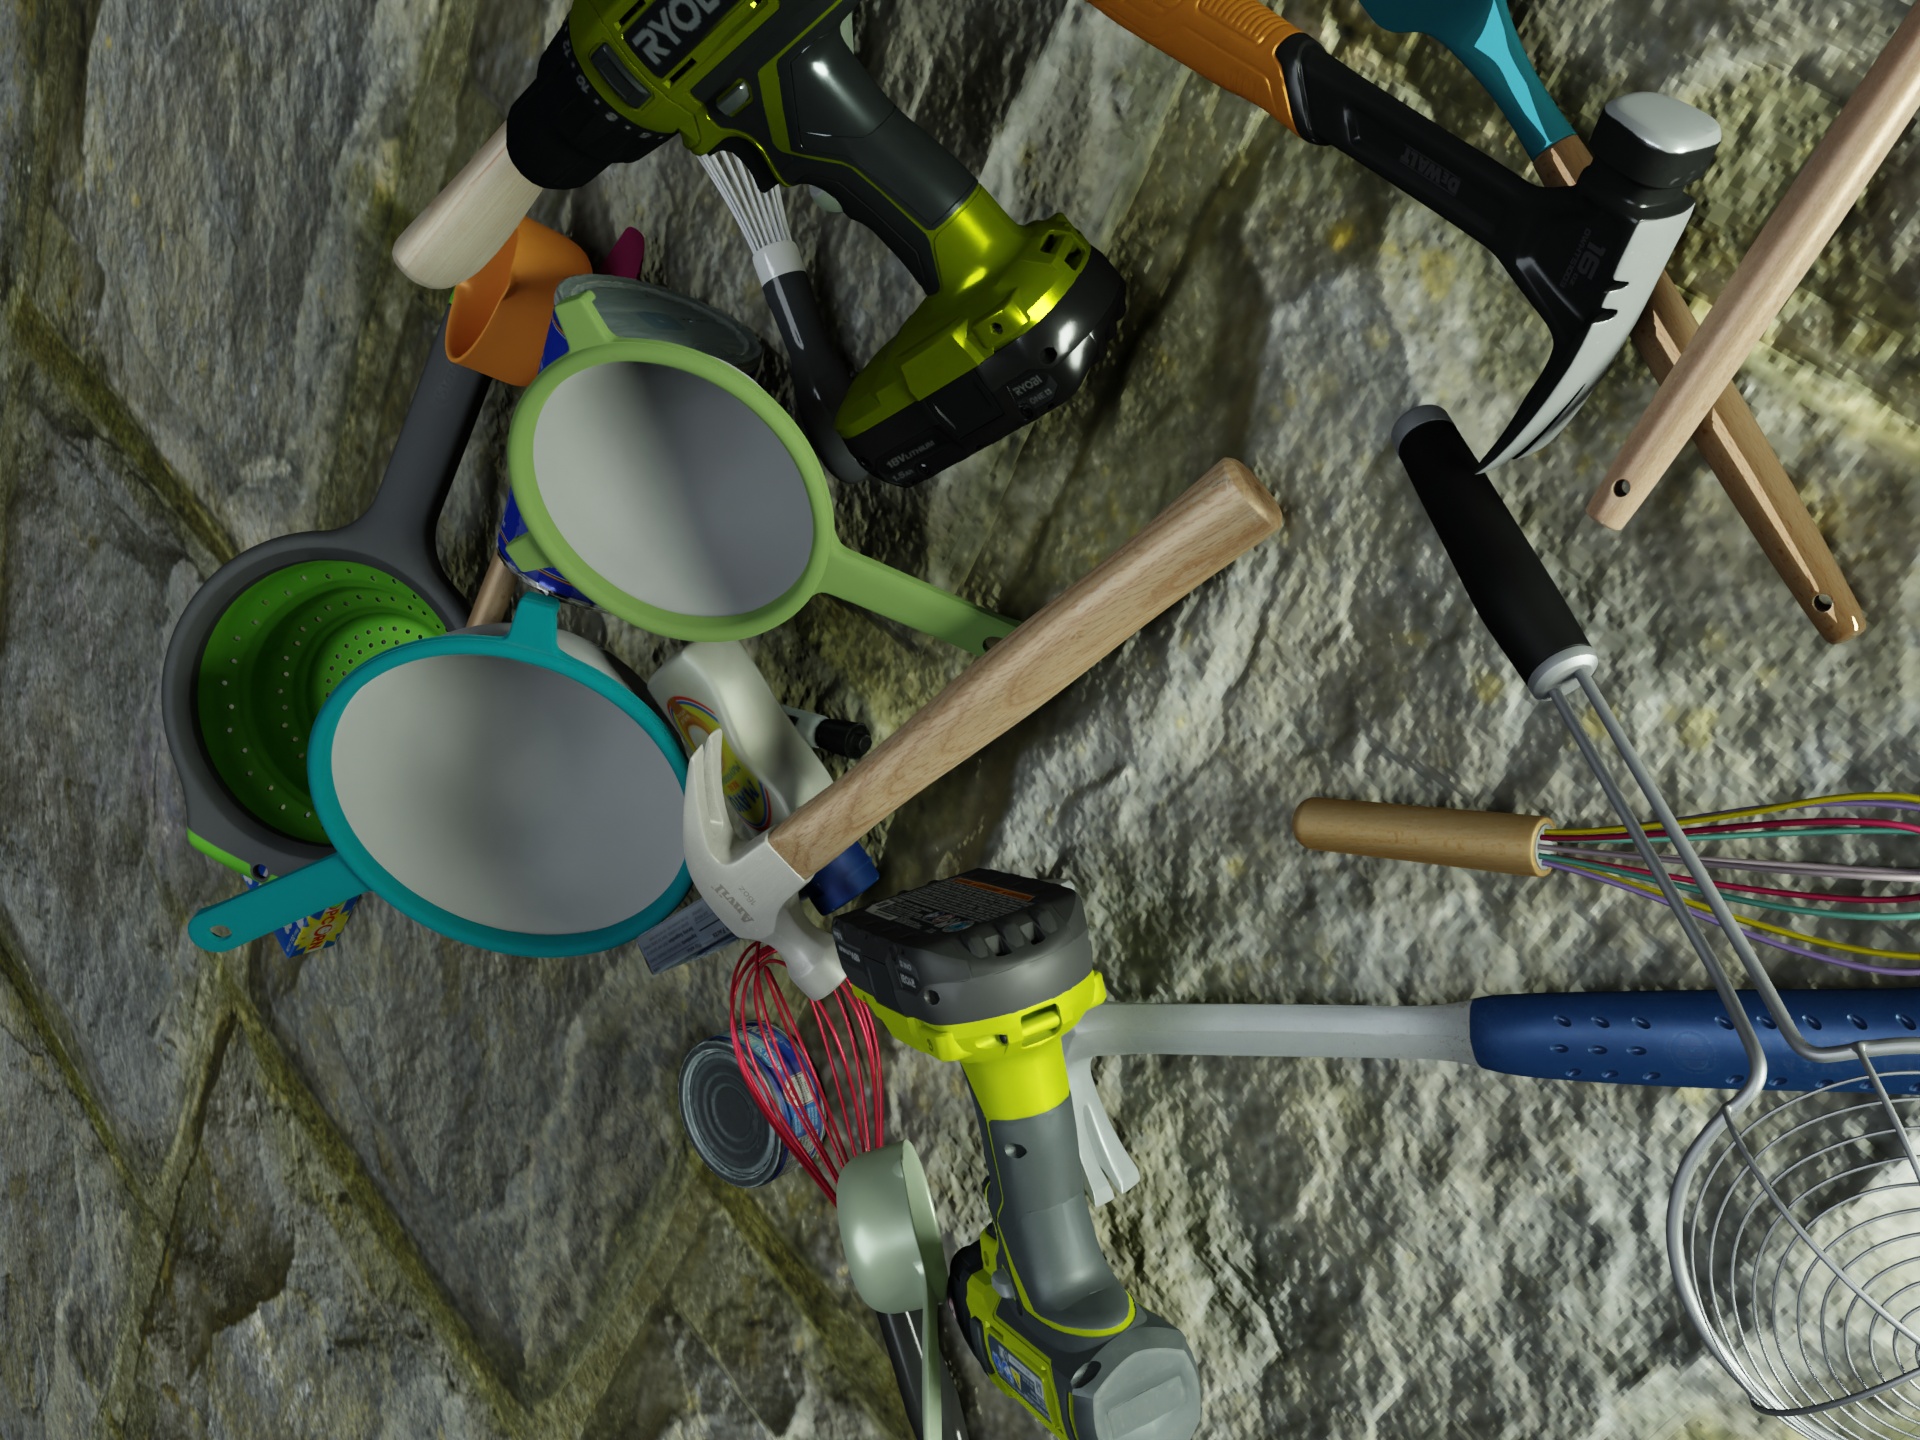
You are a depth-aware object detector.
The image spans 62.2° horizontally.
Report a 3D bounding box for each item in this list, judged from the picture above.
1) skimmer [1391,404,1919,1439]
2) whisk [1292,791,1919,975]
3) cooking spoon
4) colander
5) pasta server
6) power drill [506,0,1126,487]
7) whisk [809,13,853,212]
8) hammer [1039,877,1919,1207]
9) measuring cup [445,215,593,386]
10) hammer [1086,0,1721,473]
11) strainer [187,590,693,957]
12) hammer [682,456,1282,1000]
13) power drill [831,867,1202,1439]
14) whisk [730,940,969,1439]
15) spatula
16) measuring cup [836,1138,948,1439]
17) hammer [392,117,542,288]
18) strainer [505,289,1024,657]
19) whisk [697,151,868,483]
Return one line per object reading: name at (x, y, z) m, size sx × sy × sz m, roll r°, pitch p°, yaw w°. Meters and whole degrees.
skimmer at (0.224, 0.041, 0.489) m, size 0.127 × 0.090 × 0.364 m, roll -39°, pitch 46°, yaw 28°
whisk at (0.223, 0.042, 0.548) m, size 0.245 × 0.051 × 0.047 m, roll 3°, pitch 135°, yaw 45°
cooking spoon at (-0.237, -0.121, 0.881) m, size 0.069 × 0.017 × 0.319 m, roll 46°, pitch 114°, yaw 52°
colander at (-0.338, -0.087, 0.970) m, size 0.204 × 0.094 × 0.397 m, roll 24°, pitch 96°, yaw 2°
pasta server at (0.276, -0.192, 0.451) m, size 0.060 × 0.040 × 0.316 m, roll 41°, pitch 120°, yaw 27°
power drill at (-0.061, -0.208, 0.635) m, size 0.190 × 0.080 × 0.228 m, roll -22°, pitch 121°, yaw 41°
whisk at (-0.064, -0.356, 0.712) m, size 0.058 × 0.059 × 0.246 m, roll 16°, pitch 113°, yaw 50°
hammer at (0.186, 0.123, 0.598) m, size 0.405 × 0.035 × 0.144 m, roll -9°, pitch 92°, yaw 41°
measuring cup at (-0.221, -0.265, 0.864) m, size 0.095 × 0.052 × 0.173 m, roll 22°, pitch 90°, yaw 54°
hammer at (0.109, -0.232, 0.577) m, size 0.337 × 0.034 × 0.127 m, roll 49°, pitch 147°, yaw 30°
strainer at (-0.290, 0.045, 0.892) m, size 0.340 × 0.095 × 0.210 m, roll -22°, pitch 120°, yaw 20°
hammer at (-0.001, -0.002, 0.696) m, size 0.331 × 0.031 × 0.130 m, roll -38°, pitch 101°, yaw 27°
power drill at (0.018, 0.183, 0.678) m, size 0.171 × 0.080 × 0.223 m, roll 2°, pitch 106°, yaw 66°
whisk at (-0.050, 0.247, 0.810) m, size 0.073 × 0.073 × 0.296 m, roll -19°, pitch 91°, yaw 41°
spatula at (0.215, -0.168, 0.528) m, size 0.082 × 0.044 × 0.317 m, roll -32°, pitch 82°, yaw 39°
measuring cup at (-0.031, 0.263, 0.709) m, size 0.038 × 0.168 × 0.083 m, roll -14°, pitch 122°, yaw 5°
hammer at (-0.115, -0.313, 0.656) m, size 0.410 × 0.146 × 0.038 m, roll -34°, pitch 97°, yaw 30°
strainer at (-0.073, -0.093, 0.719) m, size 0.256 × 0.069 × 0.151 m, roll 23°, pitch 131°, yaw -3°
whisk at (-0.097, -0.247, 0.759) m, size 0.070 × 0.070 × 0.284 m, roll -19°, pitch 91°, yaw 41°
